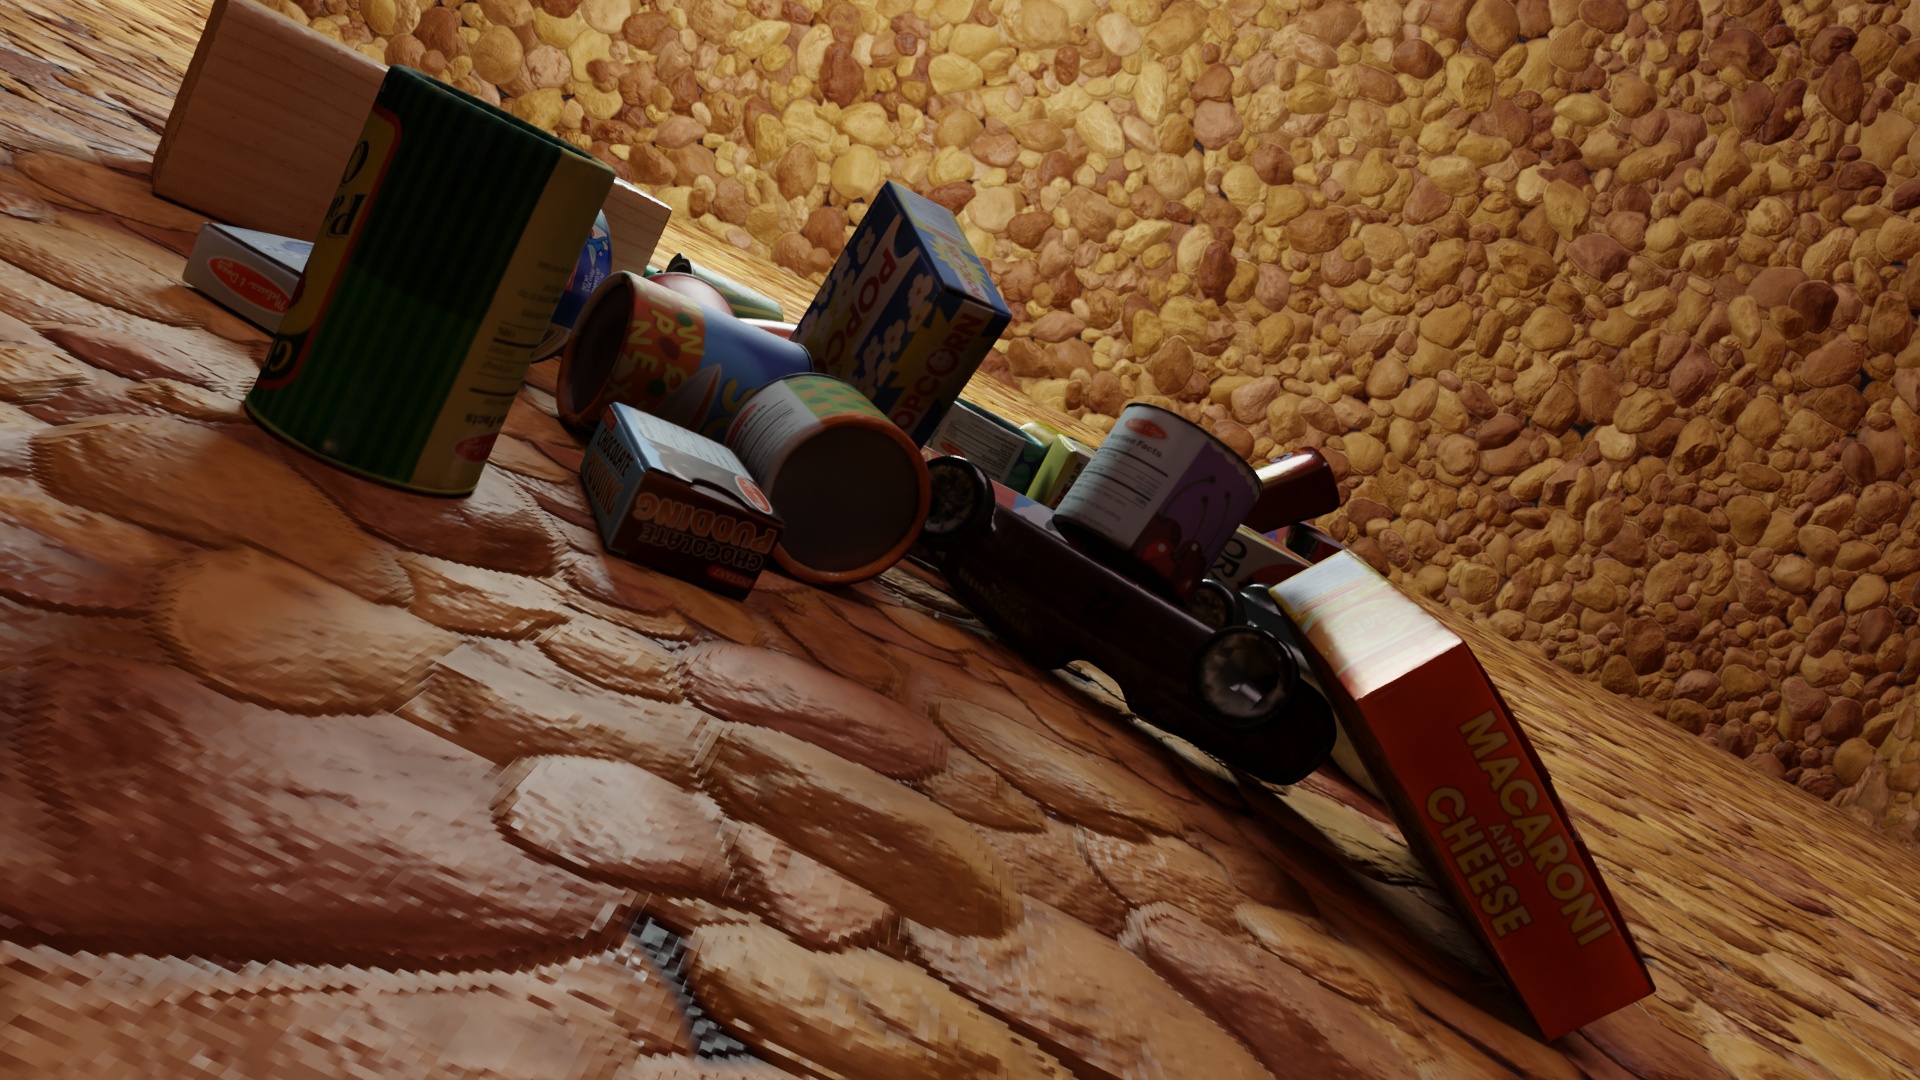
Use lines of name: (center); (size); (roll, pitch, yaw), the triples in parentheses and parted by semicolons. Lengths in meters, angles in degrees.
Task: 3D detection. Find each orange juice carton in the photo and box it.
orange juice carton: (0.128, 0.016, 0.791); (0.193, 0.071, 0.073); (26, 9, -7)

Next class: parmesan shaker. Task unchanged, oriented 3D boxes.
parmesan shaker: (-0.150, -0.074, 0.398); (0.071, 0.103, 0.071); (26, 9, -4)

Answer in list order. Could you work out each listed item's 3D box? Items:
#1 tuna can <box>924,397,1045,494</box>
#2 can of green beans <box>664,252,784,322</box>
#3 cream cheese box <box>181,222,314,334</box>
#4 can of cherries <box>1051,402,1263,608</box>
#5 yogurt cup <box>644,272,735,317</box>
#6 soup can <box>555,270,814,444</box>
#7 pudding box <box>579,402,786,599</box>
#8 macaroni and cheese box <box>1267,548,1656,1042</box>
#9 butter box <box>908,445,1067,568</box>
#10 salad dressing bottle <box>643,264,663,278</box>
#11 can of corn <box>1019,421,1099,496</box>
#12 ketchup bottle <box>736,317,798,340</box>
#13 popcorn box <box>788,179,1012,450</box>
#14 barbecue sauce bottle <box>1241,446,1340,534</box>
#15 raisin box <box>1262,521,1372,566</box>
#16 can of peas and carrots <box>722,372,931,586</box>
tuna can: (0.013, -0.054, 0.780); (0.071, 0.032, 0.071); (27, 9, -5)
can of green beans: (-0.137, -0.112, 0.757); (0.058, 0.071, 0.071); (22, 10, -33)
cream cheese box: (-0.226, -0.089, 0.513); (0.053, 0.024, 0.104); (29, 9, 10)
can of cherries: (0.081, -0.012, 0.565); (0.071, 0.058, 0.071); (34, -9, 6)
yogurt cup: (-0.127, -0.082, 0.636); (0.072, 0.072, 0.054); (20, 19, -39)
soup can: (-0.112, -0.062, 0.566); (0.084, 0.071, 0.071); (20, 11, -36)
pudding box: (-0.094, -0.015, 0.461); (0.049, 0.030, 0.084); (24, 10, -28)
macaroni and cheese box: (0.165, 0.075, 0.483); (0.123, 0.040, 0.167); (60, 7, -6)
butter box: (0.002, -0.008, 0.647); (0.103, 0.024, 0.053); (27, 40, -4)
salad dressing bottle: (-0.147, -0.131, 0.907); (0.148, 0.044, 0.064); (27, 10, 1)
can of corn: (0.061, -0.040, 0.915); (0.058, 0.071, 0.071); (32, 10, 33)
ketchup bottle: (-0.113, -0.085, 0.710); (0.149, 0.064, 0.044); (10, 24, -35)
popcorn box: (-0.038, -0.076, 0.595); (0.038, 0.126, 0.085); (16, 33, -34)
barbecue sauce bottle: (0.161, -0.016, 0.883); (0.065, 0.148, 0.043); (-100, 171, -79)
raisin box: (0.213, 0.032, 0.899); (0.040, 0.086, 0.123); (25, 9, -5)
can of peas and carrots: (-0.048, -0.023, 0.517); (0.071, 0.071, 0.059); (22, 11, -29)
